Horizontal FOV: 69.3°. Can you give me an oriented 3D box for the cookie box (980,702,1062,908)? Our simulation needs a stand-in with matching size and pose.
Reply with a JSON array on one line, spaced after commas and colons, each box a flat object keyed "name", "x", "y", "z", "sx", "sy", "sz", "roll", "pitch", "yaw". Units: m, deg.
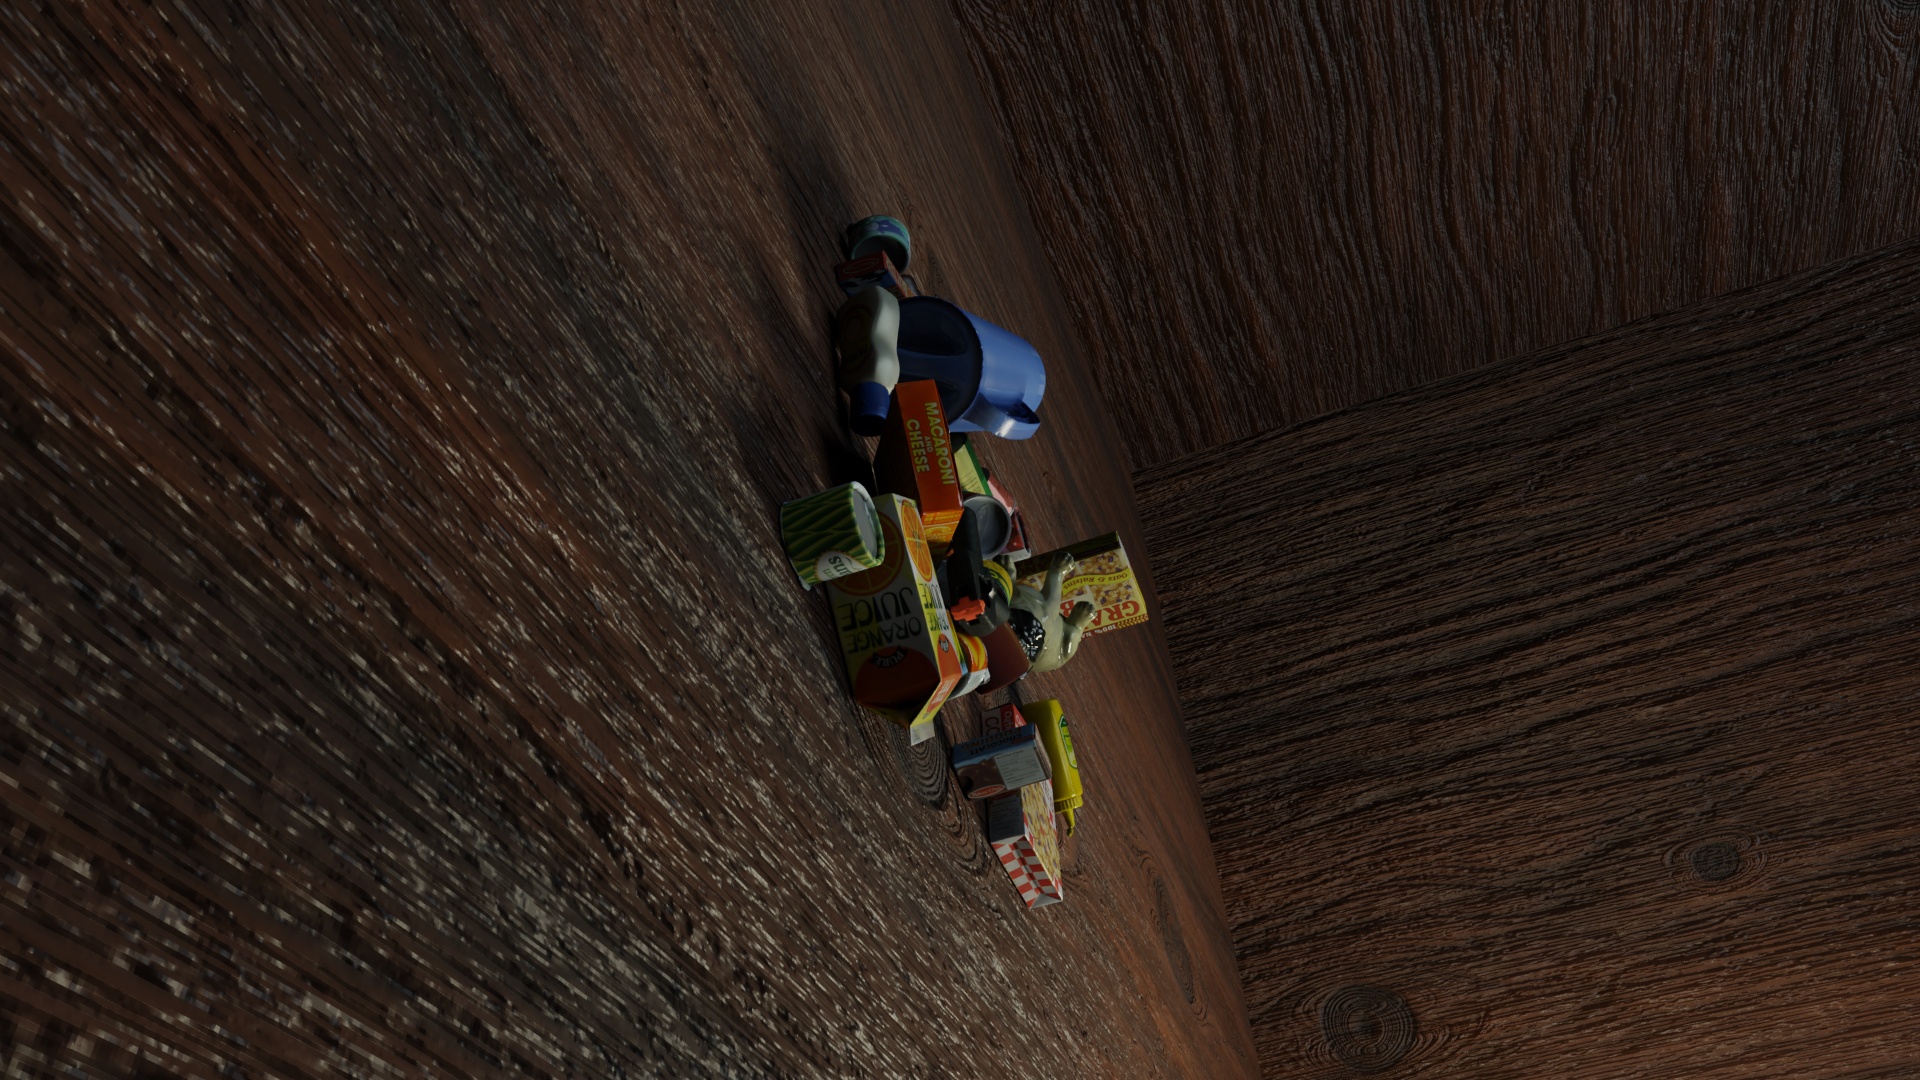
[{"name": "cookie box", "x": 0.063, "y": 0.269, "z": 1.422, "sx": 0.168, "sy": 0.040, "sz": 0.122, "roll": -93, "pitch": 162, "yaw": -48}]

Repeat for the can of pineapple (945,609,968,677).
[{"name": "can of pineapple", "x": -0.032, "y": 0.094, "z": 1.163, "sx": 0.071, "sy": 0.071, "sz": 0.058, "roll": -15, "pitch": 88, "yaw": -78}]

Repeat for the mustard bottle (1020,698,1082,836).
[{"name": "mustard bottle", "x": 0.112, "y": 0.266, "z": 1.623, "sx": 0.065, "sy": 0.049, "sz": 0.160, "roll": 18, "pitch": 56, "yaw": -74}]

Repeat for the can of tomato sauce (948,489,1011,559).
[{"name": "can of tomato sauce", "x": 0.005, "y": -0.018, "z": 1.426, "sx": 0.071, "sy": 0.071, "sz": 0.083, "roll": 71, "pitch": -15, "yaw": -12}]

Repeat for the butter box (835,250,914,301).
[{"name": "butter box", "x": -0.086, "y": -0.260, "z": 1.438, "sx": 0.103, "sy": 0.053, "sz": 0.024, "roll": 46, "pitch": 31, "yaw": -65}]

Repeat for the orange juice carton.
[{"name": "orange juice carton", "x": -0.053, "y": 0.065, "z": 1.097, "sx": 0.072, "sy": 0.073, "sz": 0.193, "roll": 15, "pitch": 59, "yaw": -77}]

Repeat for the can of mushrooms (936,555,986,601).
[{"name": "can of mushrooms", "x": -0.004, "y": 0.046, "z": 1.351, "sx": 0.033, "sy": 0.071, "sz": 0.071, "roll": -108, "pitch": 179, "yaw": -80}]

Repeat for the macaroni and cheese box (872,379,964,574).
[{"name": "macaroni and cheese box", "x": -0.039, "y": -0.050, "z": 1.228, "sx": 0.165, "sy": 0.040, "sz": 0.124, "roll": 116, "pitch": -36, "yaw": -66}]

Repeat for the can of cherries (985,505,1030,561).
[{"name": "can of cherries", "x": 0.048, "y": -0.006, "z": 1.682, "sx": 0.071, "sy": 0.058, "sz": 0.071, "roll": -18, "pitch": 92, "yaw": -78}]

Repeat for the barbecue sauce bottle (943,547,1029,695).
[{"name": "barbecue sauce bottle", "x": 0.010, "y": 0.079, "z": 1.399, "sx": 0.148, "sy": 0.065, "sz": 0.044, "roll": 62, "pitch": -2, "yaw": -13}]

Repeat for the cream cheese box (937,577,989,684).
[{"name": "cream cheese box", "x": -0.014, "y": 0.089, "z": 1.290, "sx": 0.024, "sy": 0.053, "sz": 0.103, "roll": -31, "pitch": 104, "yaw": -76}]

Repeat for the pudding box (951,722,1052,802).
[{"name": "pudding box", "x": 0.038, "y": 0.206, "z": 1.292, "sx": 0.030, "sy": 0.083, "sz": 0.049, "roll": -89, "pitch": 159, "yaw": -63}]

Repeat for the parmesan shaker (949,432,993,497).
[{"name": "parmesan shaker", "x": -0.003, "y": -0.062, "z": 1.500, "sx": 0.072, "sy": 0.071, "sz": 0.102, "roll": -87, "pitch": 157, "yaw": -58}]

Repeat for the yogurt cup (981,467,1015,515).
[{"name": "yogurt cup", "x": 0.023, "y": -0.048, "z": 1.617, "sx": 0.053, "sy": 0.072, "sz": 0.073, "roll": 56, "pitch": 19, "yaw": -31}]

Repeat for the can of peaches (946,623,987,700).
[{"name": "can of peaches", "x": -0.016, "y": 0.106, "z": 1.232, "sx": 0.058, "sy": 0.071, "sz": 0.071, "roll": 5, "pitch": 69, "yaw": -77}]

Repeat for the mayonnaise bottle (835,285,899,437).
[{"name": "mayonnaise bottle", "x": -0.086, "y": -0.166, "z": 1.296, "sx": 0.041, "sy": 0.064, "sz": 0.149, "roll": 31, "pitch": 43, "yaw": -41}]

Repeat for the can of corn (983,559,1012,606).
[{"name": "can of corn", "x": 0.019, "y": 0.056, "z": 1.448, "sx": 0.058, "sy": 0.071, "sz": 0.071, "roll": -69, "pitch": 141, "yaw": -73}]

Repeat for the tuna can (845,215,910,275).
[{"name": "tuna can", "x": -0.088, "y": -0.309, "z": 1.471, "sx": 0.070, "sy": 0.071, "sz": 0.033, "roll": 61, "pitch": 18, "yaw": -46}]

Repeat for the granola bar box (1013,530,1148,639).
[{"name": "granola bar box", "x": 0.135, "y": 0.067, "z": 1.721, "sx": 0.039, "sy": 0.165, "sz": 0.123, "roll": -92, "pitch": 161, "yaw": -54}]

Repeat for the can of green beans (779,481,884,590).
[{"name": "can of green beans", "x": -0.095, "y": -0.005, "z": 1.039, "sx": 0.071, "sy": 0.058, "sz": 0.071, "roll": -18, "pitch": 91, "yaw": -78}]
